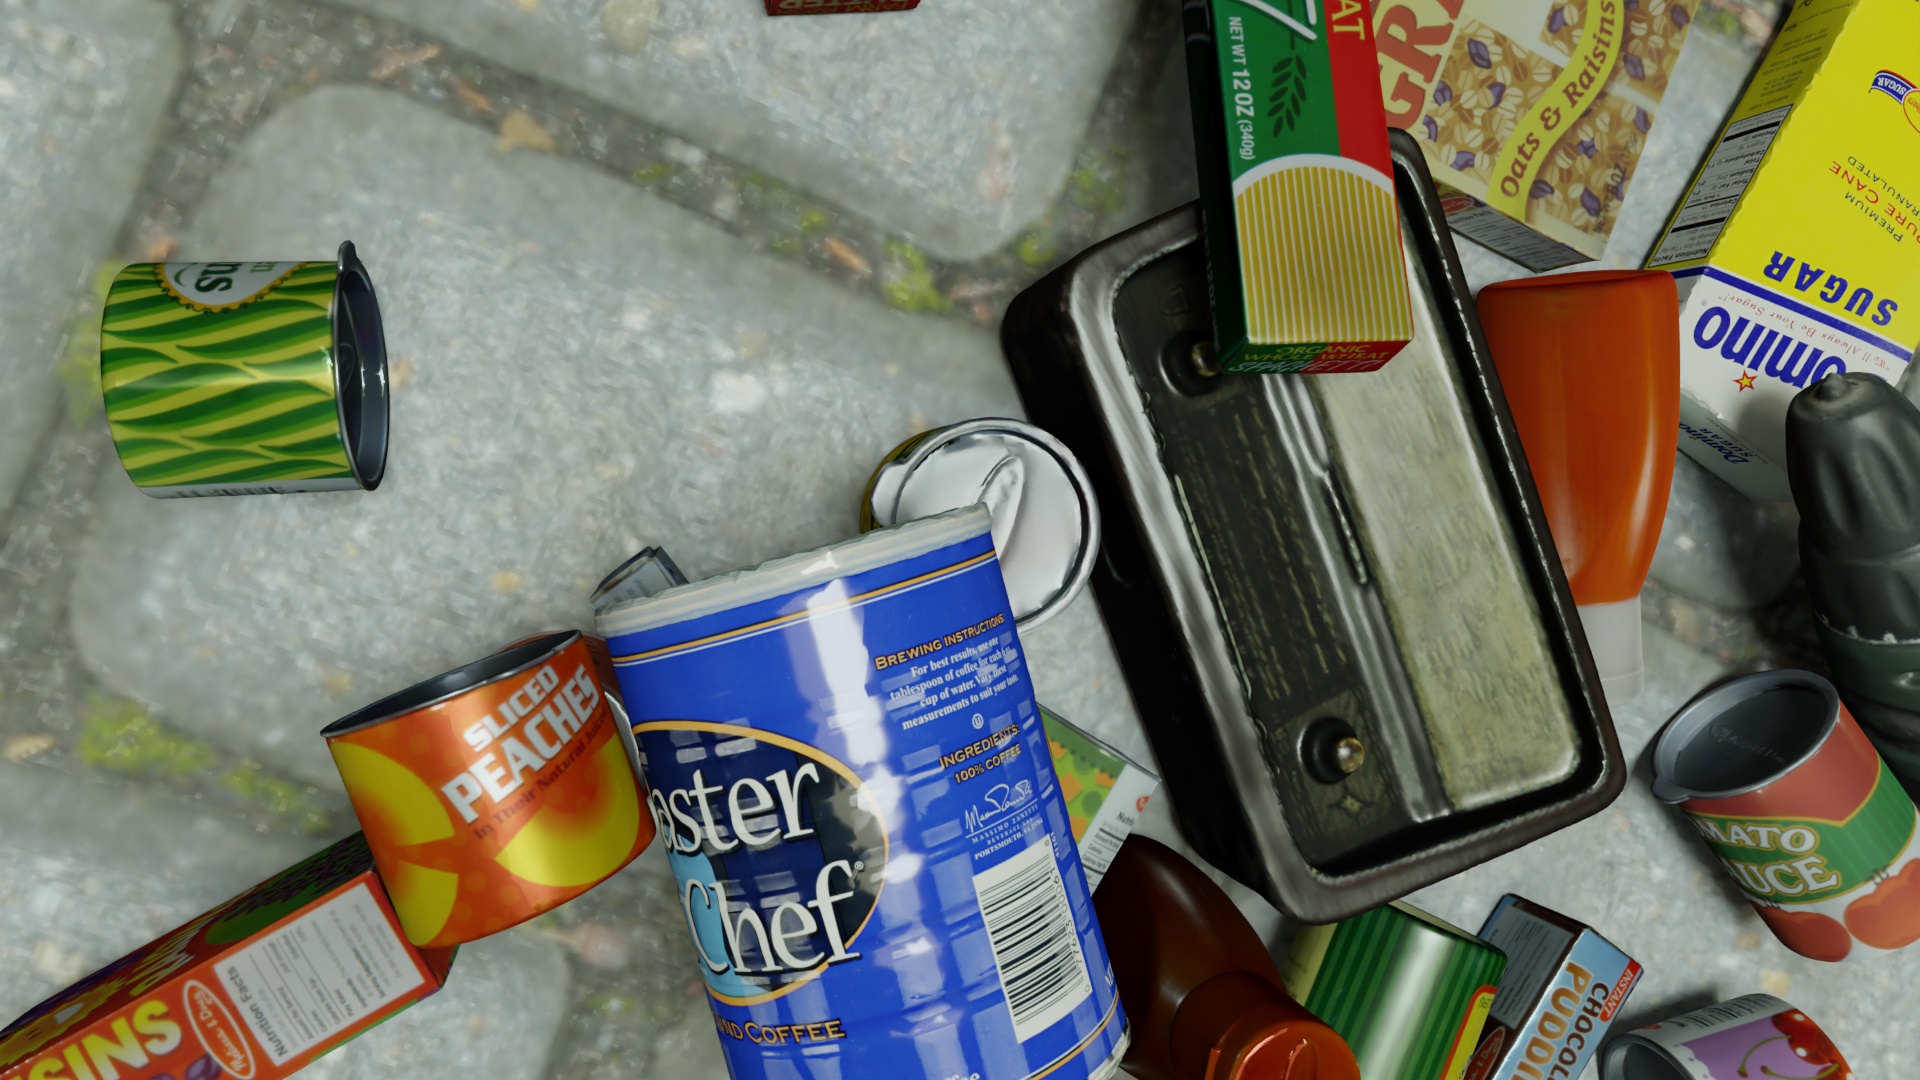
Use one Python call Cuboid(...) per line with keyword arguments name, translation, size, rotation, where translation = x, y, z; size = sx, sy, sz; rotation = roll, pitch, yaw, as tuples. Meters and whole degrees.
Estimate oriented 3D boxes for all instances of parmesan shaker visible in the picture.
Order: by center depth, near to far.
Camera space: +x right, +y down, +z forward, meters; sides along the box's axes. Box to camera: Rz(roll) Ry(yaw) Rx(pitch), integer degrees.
Cuboid(name="parmesan shaker", translation=(0.133, 0.172, 0.462), size=(0.071, 0.071, 0.103), rotation=(24, 86, -12))

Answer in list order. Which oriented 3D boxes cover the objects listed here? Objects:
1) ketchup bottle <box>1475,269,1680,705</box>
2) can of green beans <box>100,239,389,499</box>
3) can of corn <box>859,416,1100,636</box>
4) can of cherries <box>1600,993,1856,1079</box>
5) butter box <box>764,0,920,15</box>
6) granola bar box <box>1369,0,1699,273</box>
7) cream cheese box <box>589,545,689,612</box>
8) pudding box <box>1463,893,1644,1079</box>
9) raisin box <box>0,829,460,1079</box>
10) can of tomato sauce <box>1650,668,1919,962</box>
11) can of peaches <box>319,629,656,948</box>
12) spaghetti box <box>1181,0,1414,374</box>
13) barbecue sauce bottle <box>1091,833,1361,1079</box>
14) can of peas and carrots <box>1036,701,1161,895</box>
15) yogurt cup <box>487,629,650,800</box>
Cuboid(name="ketchup bottle", translation=(0.215, -0.018, 0.484), size=(0.044, 0.064, 0.148), rotation=(-16, 104, -38))
Cuboid(name="can of green beans", translation=(-0.197, -0.045, 0.390), size=(0.058, 0.071, 0.071), rotation=(-3, 92, -12))
Cuboid(name="can of corn", translation=(0.002, -0.005, 0.437), size=(0.071, 0.058, 0.071), rotation=(0, 92, -12))
Cuboid(name="can of cherries", translation=(0.276, 0.205, 0.496), size=(0.058, 0.071, 0.071), rotation=(-11, 94, -13))
Cuboid(name="butter box", translation=(-0.042, -0.222, 0.441), size=(0.053, 0.024, 0.103), rotation=(-7, 93, -13))
Cuboid(name="granola bar box", translation=(0.191, -0.195, 0.485), size=(0.124, 0.039, 0.165), rotation=(23, 86, -12))
Cuboid(name="cream cheese box", translation=(-0.072, 0.049, 0.425), size=(0.024, 0.053, 0.103), rotation=(-36, 98, -7))
Cuboid(name="pudding box", translation=(0.193, 0.170, 0.487), size=(0.030, 0.049, 0.084), rotation=(37, 83, -9))
Cuboid(name="raisin box", translation=(-0.203, 0.126, 0.381), size=(0.123, 0.086, 0.040), rotation=(-29, 99, -10))
Cuboid(name="can of tomato sauce", translation=(0.302, 0.100, 0.500), size=(0.071, 0.071, 0.083), rotation=(-41, 100, -8))
Cuboid(name="can of peaches", translation=(-0.116, 0.061, 0.350), size=(0.071, 0.071, 0.058), rotation=(-21, 96, -11))
Cuboid(name="spaghetti box", translation=(0.091, -0.173, 0.410), size=(0.050, 0.028, 0.250), rotation=(-2, 80, -9))
Cuboid(name="barbecue sauce bottle", translation=(0.066, 0.132, 0.408), size=(0.044, 0.148, 0.065), rotation=(13, 89, -12))
Cuboid(name="can of peas and carrots", translation=(0.019, 0.081, 0.440), size=(0.071, 0.071, 0.059), rotation=(32, 85, -11))
Cuboid(name="yogurt cup", translation=(-0.121, 0.063, 0.414), size=(0.072, 0.054, 0.072), rotation=(0, 91, -13))
